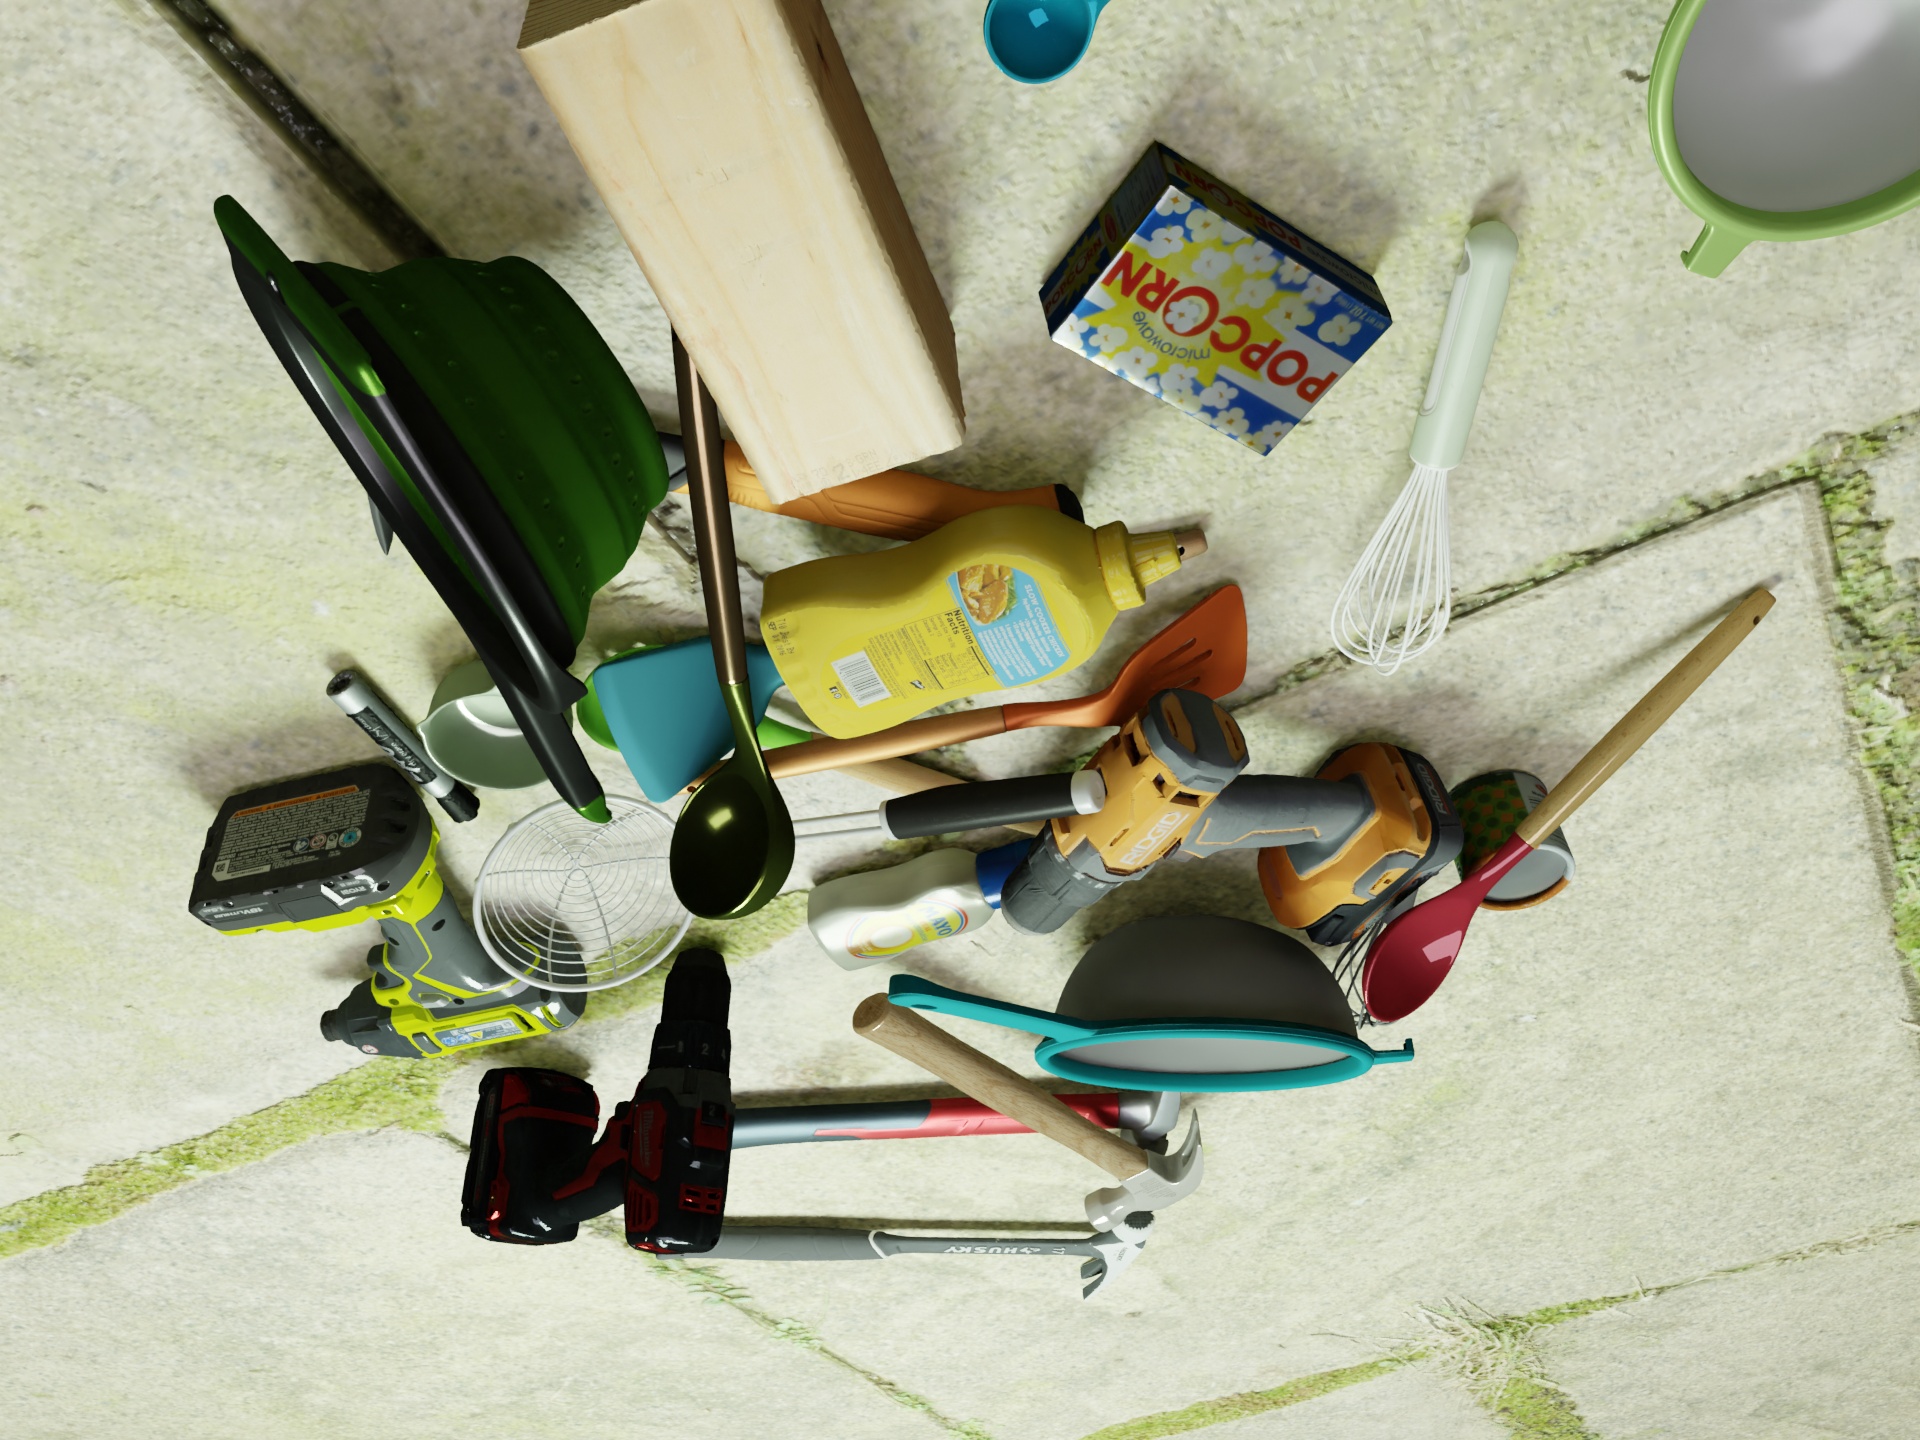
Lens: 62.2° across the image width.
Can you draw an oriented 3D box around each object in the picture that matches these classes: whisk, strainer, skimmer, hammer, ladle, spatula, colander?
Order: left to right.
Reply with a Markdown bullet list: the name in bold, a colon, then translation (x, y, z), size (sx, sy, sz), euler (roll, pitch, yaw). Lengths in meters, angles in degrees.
- **colander**: translation (-0.177, -0.071, 0.688), size (0.094, 0.205, 0.396), euler (-37, 156, -17)
- **ladle**: translation (-0.120, -0.039, 0.741), size (0.062, 0.078, 0.319), euler (-24, 131, -29)
- **hammer**: translation (-0.104, -0.109, 0.747), size (0.336, 0.034, 0.127), euler (9, 135, -14)
- **skimmer**: translation (-0.099, 0.080, 0.864), size (0.363, 0.090, 0.127), euler (-9, 122, 26)
- **hammer**: translation (-0.049, 0.443, 1.340), size (0.409, 0.036, 0.149), euler (3, 137, -8)
- **spatula**: translation (-0.027, -0.042, 0.815), size (0.317, 0.044, 0.082), euler (-17, 112, 9)
- **hammer**: translation (-0.032, 0.285, 1.171), size (0.386, 0.038, 0.143), euler (-2, 136, -3)
- **spatula**: translation (-0.001, -0.003, 0.853), size (0.322, 0.041, 0.080), euler (-11, 138, 4)
- **hammer**: translation (0.053, 0.271, 1.115), size (0.130, 0.031, 0.331), euler (-34, 127, 26)
- **strainer**: translation (0.102, 0.159, 0.980), size (0.340, 0.095, 0.211), euler (18, 154, -32)
- **whisk**: translation (0.275, 0.120, 1.018), size (0.055, 0.055, 0.238), euler (-2, 132, -3)
- **whisk**: translation (0.223, -0.119, 0.756), size (0.059, 0.058, 0.246), euler (4, 132, 2)
- **ladle**: translation (0.334, 0.048, 0.890), size (0.069, 0.031, 0.315), euler (29, 108, -38)
- **strainer**: translation (0.373, -0.279, 0.580), size (0.256, 0.069, 0.151), euler (-19, 133, 14)

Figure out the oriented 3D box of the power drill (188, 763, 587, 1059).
- **power drill**: translation (-0.347, 0.130, 0.954), size (0.171, 0.080, 0.223), euler (-12, 139, 8)

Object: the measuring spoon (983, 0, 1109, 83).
- **measuring spoon**: translation (0.063, -0.287, 0.589), size (0.128, 0.021, 0.042), euler (-32, 130, 14)

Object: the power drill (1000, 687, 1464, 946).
- **power drill**: translation (0.147, 0.072, 0.904), size (0.226, 0.084, 0.185), euler (11, 136, -31)

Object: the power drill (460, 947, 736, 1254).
- **power drill**: translation (-0.230, 0.257, 1.052), size (0.227, 0.188, 0.080), euler (-19, 149, 40)

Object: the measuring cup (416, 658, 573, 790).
- **measuring cup**: translation (-0.228, -0.030, 0.819), size (0.083, 0.038, 0.167), euler (13, 132, -18)

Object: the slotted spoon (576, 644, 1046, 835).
- **slotted spoon**: translation (-0.065, 0.023, 0.896), size (0.313, 0.031, 0.070), euler (19, 114, -26)
